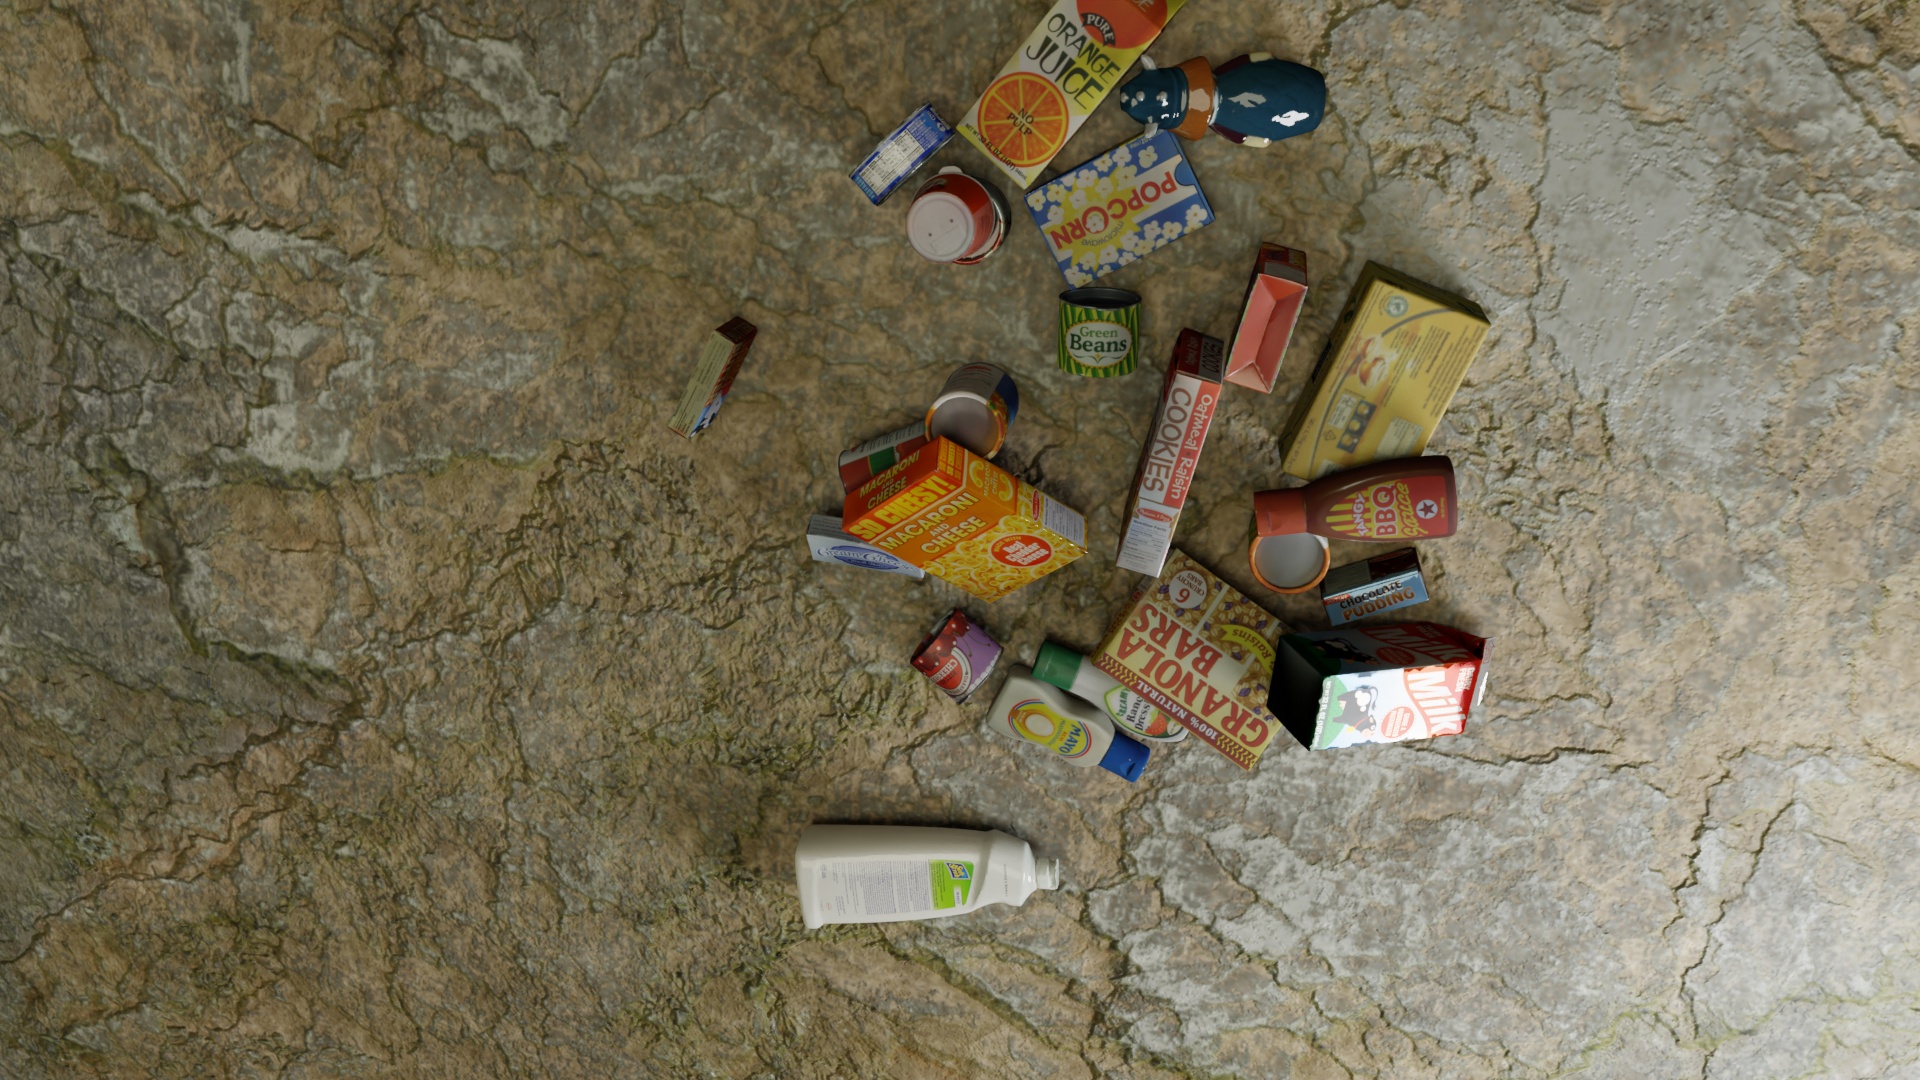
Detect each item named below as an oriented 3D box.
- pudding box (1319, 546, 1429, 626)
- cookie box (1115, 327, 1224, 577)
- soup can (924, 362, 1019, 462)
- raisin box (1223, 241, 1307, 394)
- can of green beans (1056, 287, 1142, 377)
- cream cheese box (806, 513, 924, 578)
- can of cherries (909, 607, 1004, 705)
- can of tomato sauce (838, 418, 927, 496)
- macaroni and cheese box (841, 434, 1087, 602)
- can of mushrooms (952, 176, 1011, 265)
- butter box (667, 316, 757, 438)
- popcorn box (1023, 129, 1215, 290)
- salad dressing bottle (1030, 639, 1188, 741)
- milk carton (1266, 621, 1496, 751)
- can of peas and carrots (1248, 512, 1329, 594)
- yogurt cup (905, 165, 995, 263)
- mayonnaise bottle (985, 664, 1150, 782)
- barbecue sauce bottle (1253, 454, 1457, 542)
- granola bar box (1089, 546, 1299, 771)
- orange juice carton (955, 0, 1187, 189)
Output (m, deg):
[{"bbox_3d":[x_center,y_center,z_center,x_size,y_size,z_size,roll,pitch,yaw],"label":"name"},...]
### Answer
[{"bbox_3d":[0.345,0.038,1.160,0.083,0.050,0.030,-18,109,18],"label":"pudding box"},{"bbox_3d":[0.167,-0.073,1.110,0.040,0.123,0.166,16,115,4],"label":"cookie box"},{"bbox_3d":[0.010,-0.102,1.152,0.071,0.084,0.071,4,114,10],"label":"soup can"},{"bbox_3d":[0.233,-0.172,1.055,0.040,0.124,0.085,17,115,6],"label":"raisin box"},{"bbox_3d":[0.111,-0.167,1.113,0.071,0.071,0.057,5,114,10],"label":"can of green beans"},{"bbox_3d":[-0.083,0.005,1.234,0.104,0.024,0.053,9,154,8],"label":"cream cheese box"},{"bbox_3d":[-0.004,0.104,1.248,0.058,0.072,0.071,41,114,-7],"label":"can of cherries"},{"bbox_3d":[-0.052,-0.059,1.192,0.083,0.071,0.071,-20,107,18],"label":"can of tomato sauce"},{"bbox_3d":[0.004,-0.014,1.156,0.166,0.040,0.123,28,140,-32],"label":"macaroni and cheese box"},{"bbox_3d":[0.005,-0.255,1.117,0.071,0.033,0.070,4,113,9],"label":"can of mushrooms"},{"bbox_3d":[-0.214,-0.140,1.199,0.024,0.053,0.103,32,114,0],"label":"butter box"},{"bbox_3d":[0.124,-0.262,1.087,0.126,0.038,0.085,-24,105,20],"label":"popcorn box"},{"bbox_3d":[0.137,0.132,1.245,0.148,0.044,0.064,22,111,2],"label":"salad dressing bottle"},{"bbox_3d":[0.360,0.118,1.156,0.191,0.074,0.072,-3,114,-18],"label":"milk carton"},{"bbox_3d":[0.272,0.006,1.157,0.071,0.059,0.070,4,113,10],"label":"can of peas and carrots"},{"bbox_3d":[-0.011,-0.247,1.074,0.072,0.054,0.072,4,114,10],"label":"yogurt cup"},{"bbox_3d":[0.101,0.172,1.271,0.148,0.041,0.064,27,113,0],"label":"mayonnaise bottle"},{"bbox_3d":[0.303,-0.027,1.070,0.148,0.044,0.064,-6,116,13],"label":"barbecue sauce bottle"},{"bbox_3d":[0.214,0.101,1.196,0.165,0.039,0.124,34,92,-4],"label":"granola bar box"},{"bbox_3d":[0.089,-0.361,1.033,0.072,0.073,0.192,41,114,-7],"label":"orange juice carton"}]
